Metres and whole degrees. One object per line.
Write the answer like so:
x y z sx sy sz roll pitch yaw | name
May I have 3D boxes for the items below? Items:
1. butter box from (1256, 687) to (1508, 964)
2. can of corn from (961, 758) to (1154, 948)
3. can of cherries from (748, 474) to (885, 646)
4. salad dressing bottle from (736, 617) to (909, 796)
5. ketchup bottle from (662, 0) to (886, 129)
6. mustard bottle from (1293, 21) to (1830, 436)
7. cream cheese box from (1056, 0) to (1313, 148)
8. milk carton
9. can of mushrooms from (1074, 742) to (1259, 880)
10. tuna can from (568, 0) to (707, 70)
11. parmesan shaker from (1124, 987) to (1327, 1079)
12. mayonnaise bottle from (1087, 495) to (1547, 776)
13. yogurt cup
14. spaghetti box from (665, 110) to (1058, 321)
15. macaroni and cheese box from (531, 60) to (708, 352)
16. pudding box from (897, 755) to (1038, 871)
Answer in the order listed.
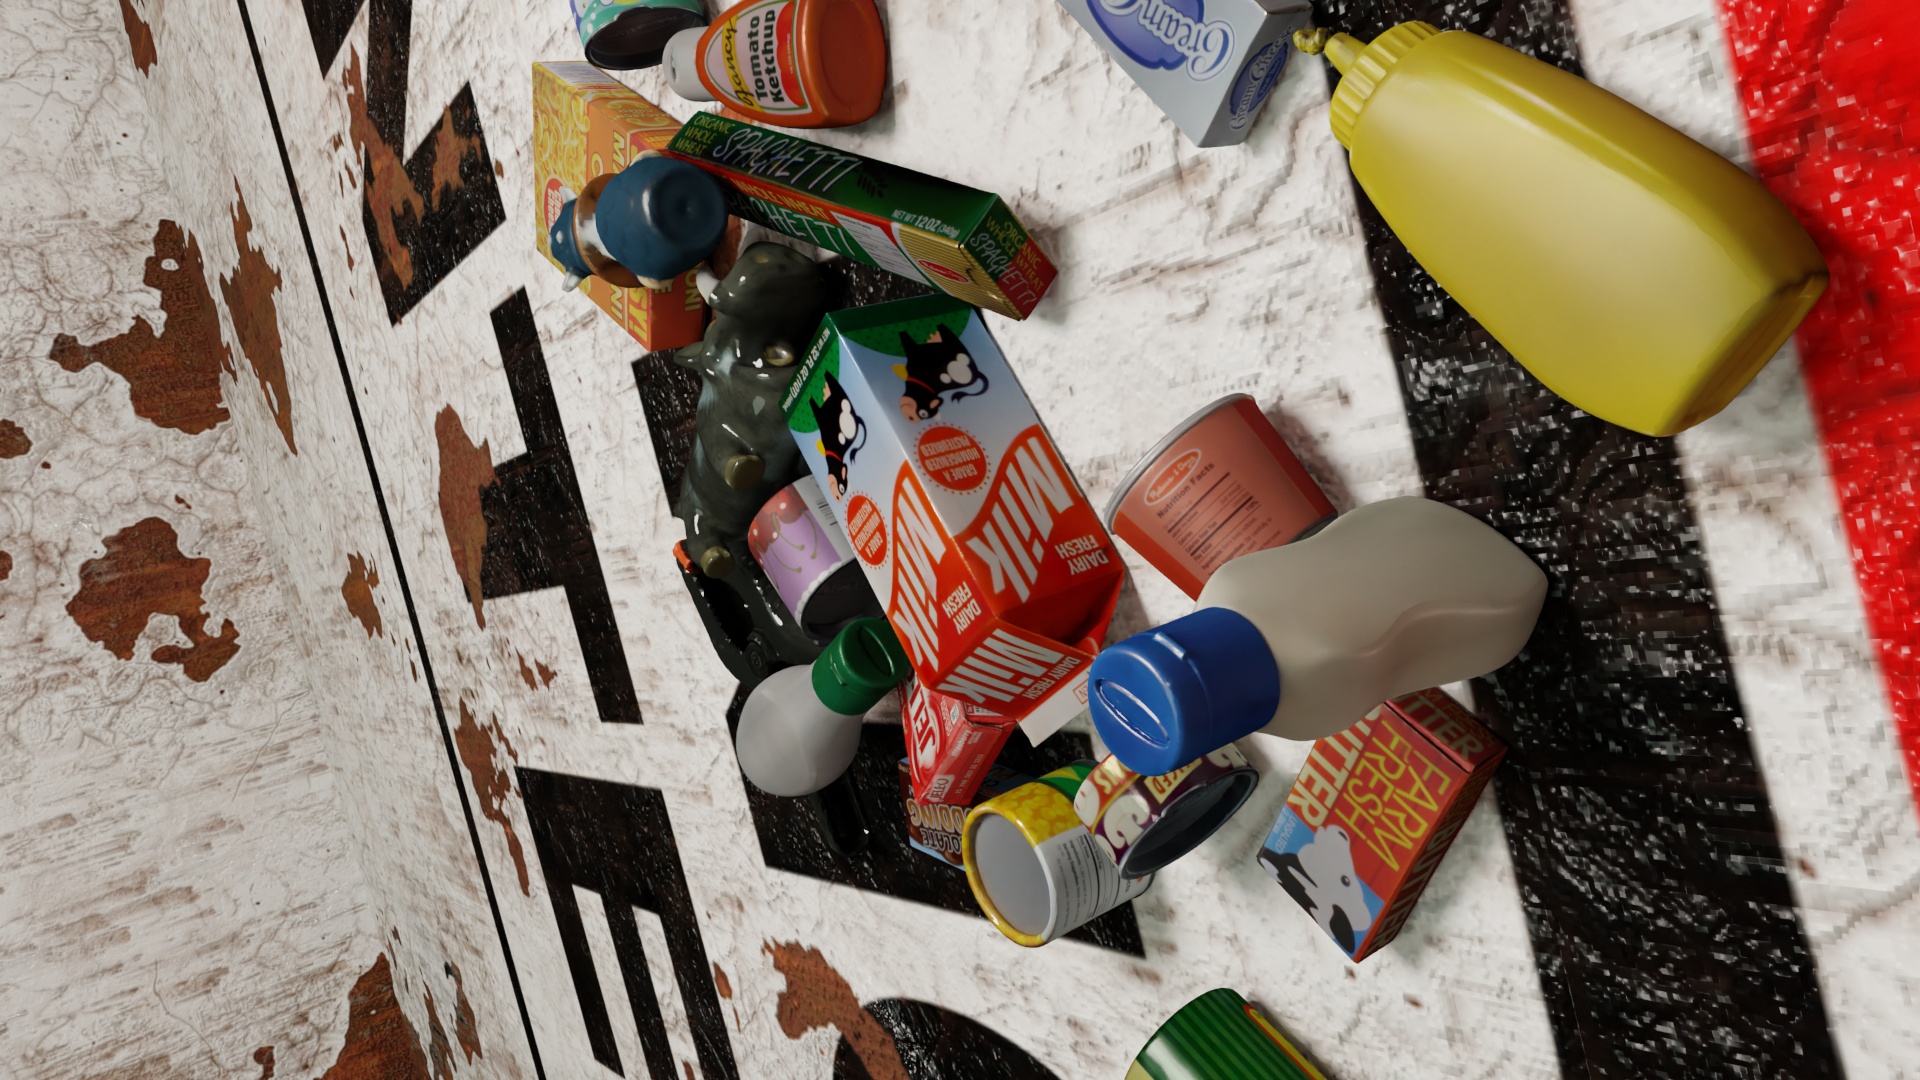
0.143 0.094 0.482 0.053 0.024 0.103 46 137 35 | butter box
0.041 0.137 0.613 0.071 0.058 0.071 26 124 47 | can of corn
-0.067 0.009 0.702 0.058 0.072 0.071 52 140 28 | can of cherries
-0.070 0.085 0.703 0.064 0.044 0.147 57 143 10 | salad dressing bottle
-0.093 -0.229 0.662 0.149 0.044 0.064 20 120 50 | ketchup bottle
0.147 -0.098 0.374 0.161 0.049 0.065 53 140 28 | mustard bottle
0.069 -0.185 0.470 0.104 0.024 0.053 55 143 26 | cream cheese box
0.002 -0.007 0.593 0.191 0.074 0.072 62 144 16 | milk carton
0.079 0.096 0.534 0.033 0.071 0.070 53 141 29 | can of mushrooms
-0.169 -0.277 0.726 0.071 0.071 0.033 -22 86 56 | tuna can
0.120 0.230 0.533 0.103 0.071 0.071 41 134 39 | parmesan shaker
0.102 0.027 0.400 0.065 0.148 0.041 39 133 40 | mayonnaise bottle
0.092 -0.009 0.478 0.054 0.073 0.072 50 140 18 | yogurt cup
-0.055 -0.153 0.632 0.250 0.029 0.050 30 170 45 | spaghetti box
-0.205 -0.204 0.833 0.167 0.040 0.123 40 133 40 | macaroni and cheese box
0.006 0.135 0.686 0.083 0.030 0.049 10 112 53 | pudding box
